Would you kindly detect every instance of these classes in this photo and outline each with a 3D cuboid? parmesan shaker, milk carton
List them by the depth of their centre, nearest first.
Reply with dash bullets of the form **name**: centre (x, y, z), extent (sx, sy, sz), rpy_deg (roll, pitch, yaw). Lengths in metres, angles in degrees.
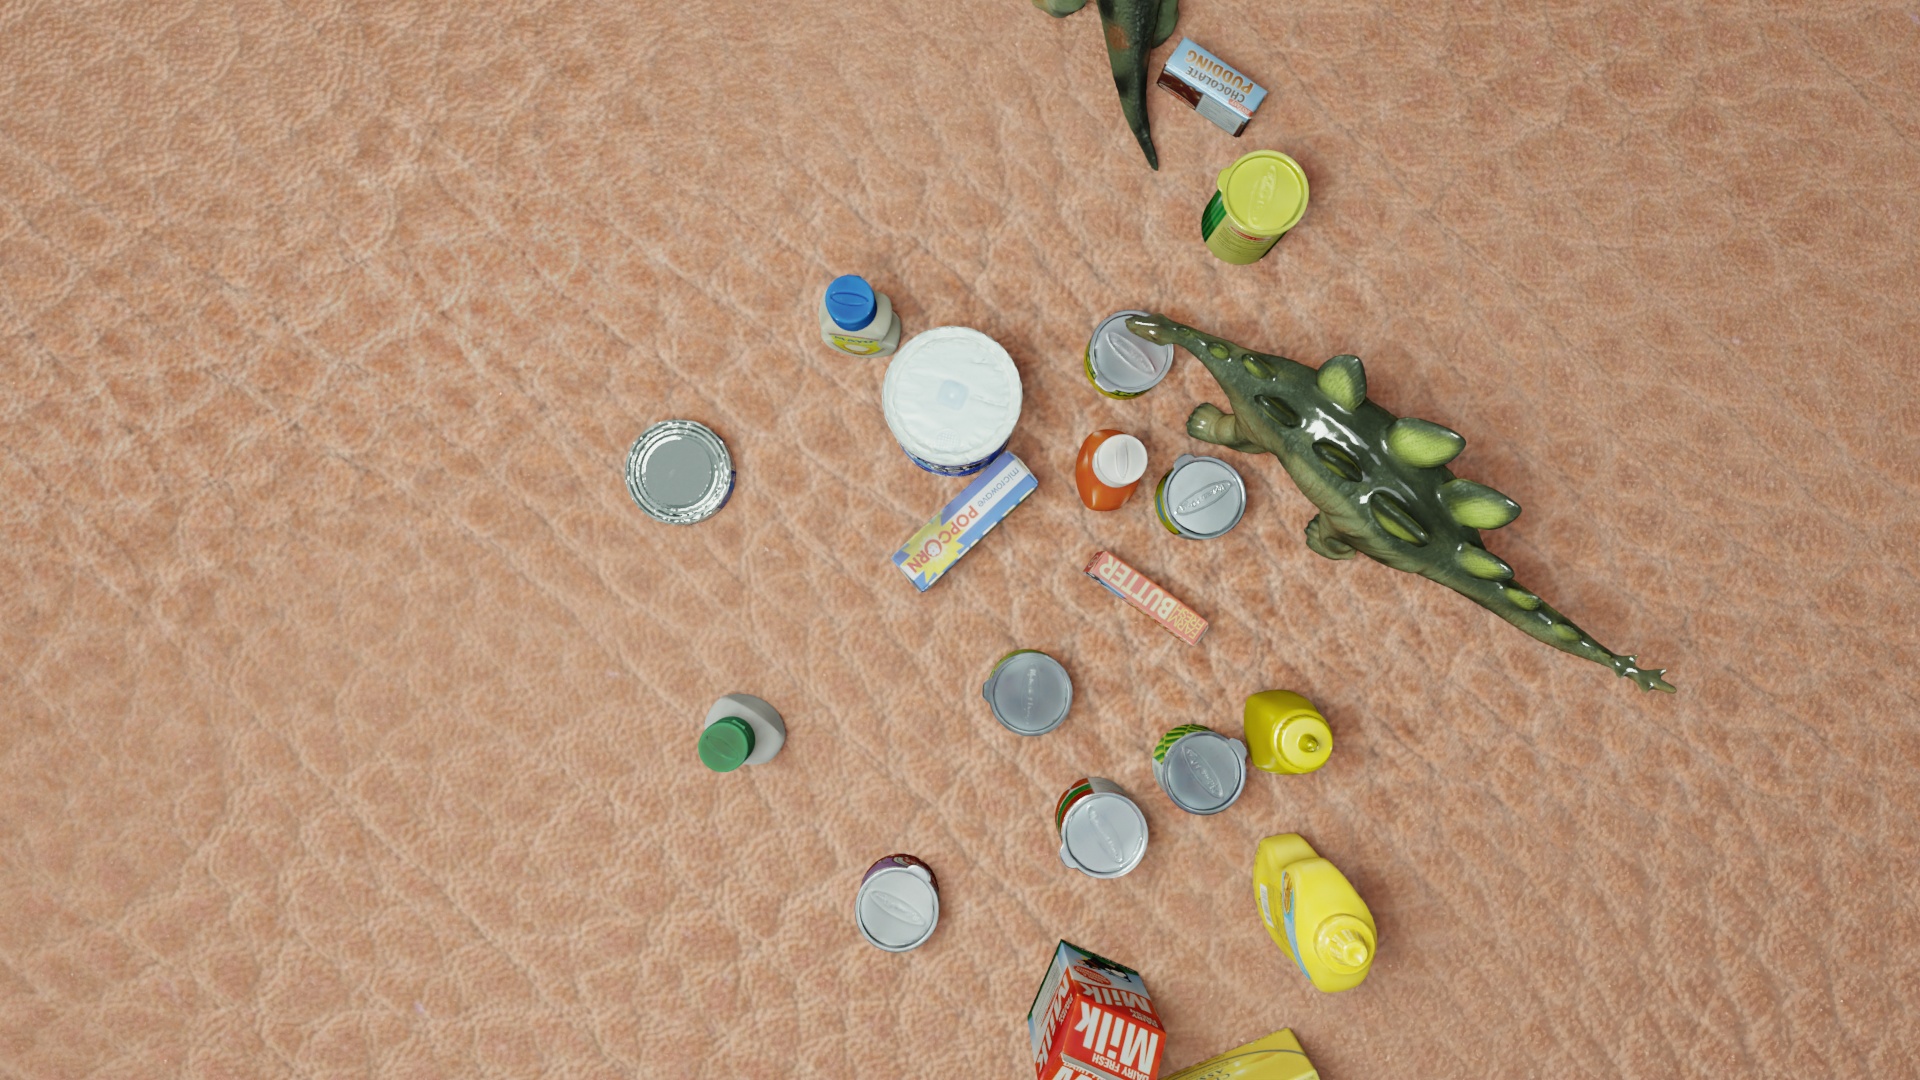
- **milk carton**: centre (0.100, 0.370, 1.040), extent (0.072, 0.190, 0.073), rpy_deg (24, 89, 1)
- **parmesan shaker**: centre (0.229, -0.264, 1.106), extent (0.071, 0.103, 0.071), rpy_deg (0, 89, 0)

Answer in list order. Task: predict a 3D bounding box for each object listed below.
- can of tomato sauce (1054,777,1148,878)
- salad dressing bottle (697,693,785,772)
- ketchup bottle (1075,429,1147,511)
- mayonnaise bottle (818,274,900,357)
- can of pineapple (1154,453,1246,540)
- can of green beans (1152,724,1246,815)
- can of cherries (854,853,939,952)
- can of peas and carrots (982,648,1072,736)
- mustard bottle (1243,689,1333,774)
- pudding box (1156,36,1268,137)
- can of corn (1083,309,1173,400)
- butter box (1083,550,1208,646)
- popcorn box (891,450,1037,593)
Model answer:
- **can of tomato sauce**: centre (0.108, 0.227, 1.099), extent (0.071, 0.083, 0.071), rpy_deg (0, 88, 0)
- **salad dressing bottle**: centre (-0.171, 0.149, 1.068), extent (0.064, 0.147, 0.044), rpy_deg (33, 89, 1)
- **ketchup bottle**: centre (0.116, -0.057, 1.076), extent (0.043, 0.149, 0.064), rpy_deg (-1, 89, 0)
- **mayonnaise bottle**: centre (-0.081, -0.173, 1.079), extent (0.065, 0.148, 0.041), rpy_deg (8, 89, 0)
- **can of pineapple**: centre (0.192, -0.035, 1.121), extent (0.071, 0.058, 0.071), rpy_deg (0, 88, 0)
- **can of green beans**: centre (0.190, 0.182, 1.113), extent (0.071, 0.058, 0.071), rpy_deg (0, 88, 0)
- **can of cherries**: centre (-0.048, 0.286, 1.109), extent (0.071, 0.058, 0.071), rpy_deg (0, 88, 0)
- **can of peas and carrots**: centre (0.052, 0.121, 1.114), extent (0.071, 0.058, 0.071), rpy_deg (0, 88, 0)
- **mustard bottle**: centre (0.253, 0.151, 1.063), extent (0.049, 0.160, 0.065), rpy_deg (-5, 89, 0)
- **pudding box**: centre (0.205, -0.370, 1.136), extent (0.084, 0.049, 0.030), rpy_deg (34, 89, 1)
- **can of corn**: centre (0.133, -0.147, 1.124), extent (0.071, 0.058, 0.071), rpy_deg (0, 88, 0)
- **butter box**: centre (0.149, 0.046, 1.120), extent (0.103, 0.053, 0.024), rpy_deg (35, 89, 1)
- **popcorn box**: centre (0.004, -0.014, 1.106), extent (0.127, 0.085, 0.038), rpy_deg (-43, 89, -1)
